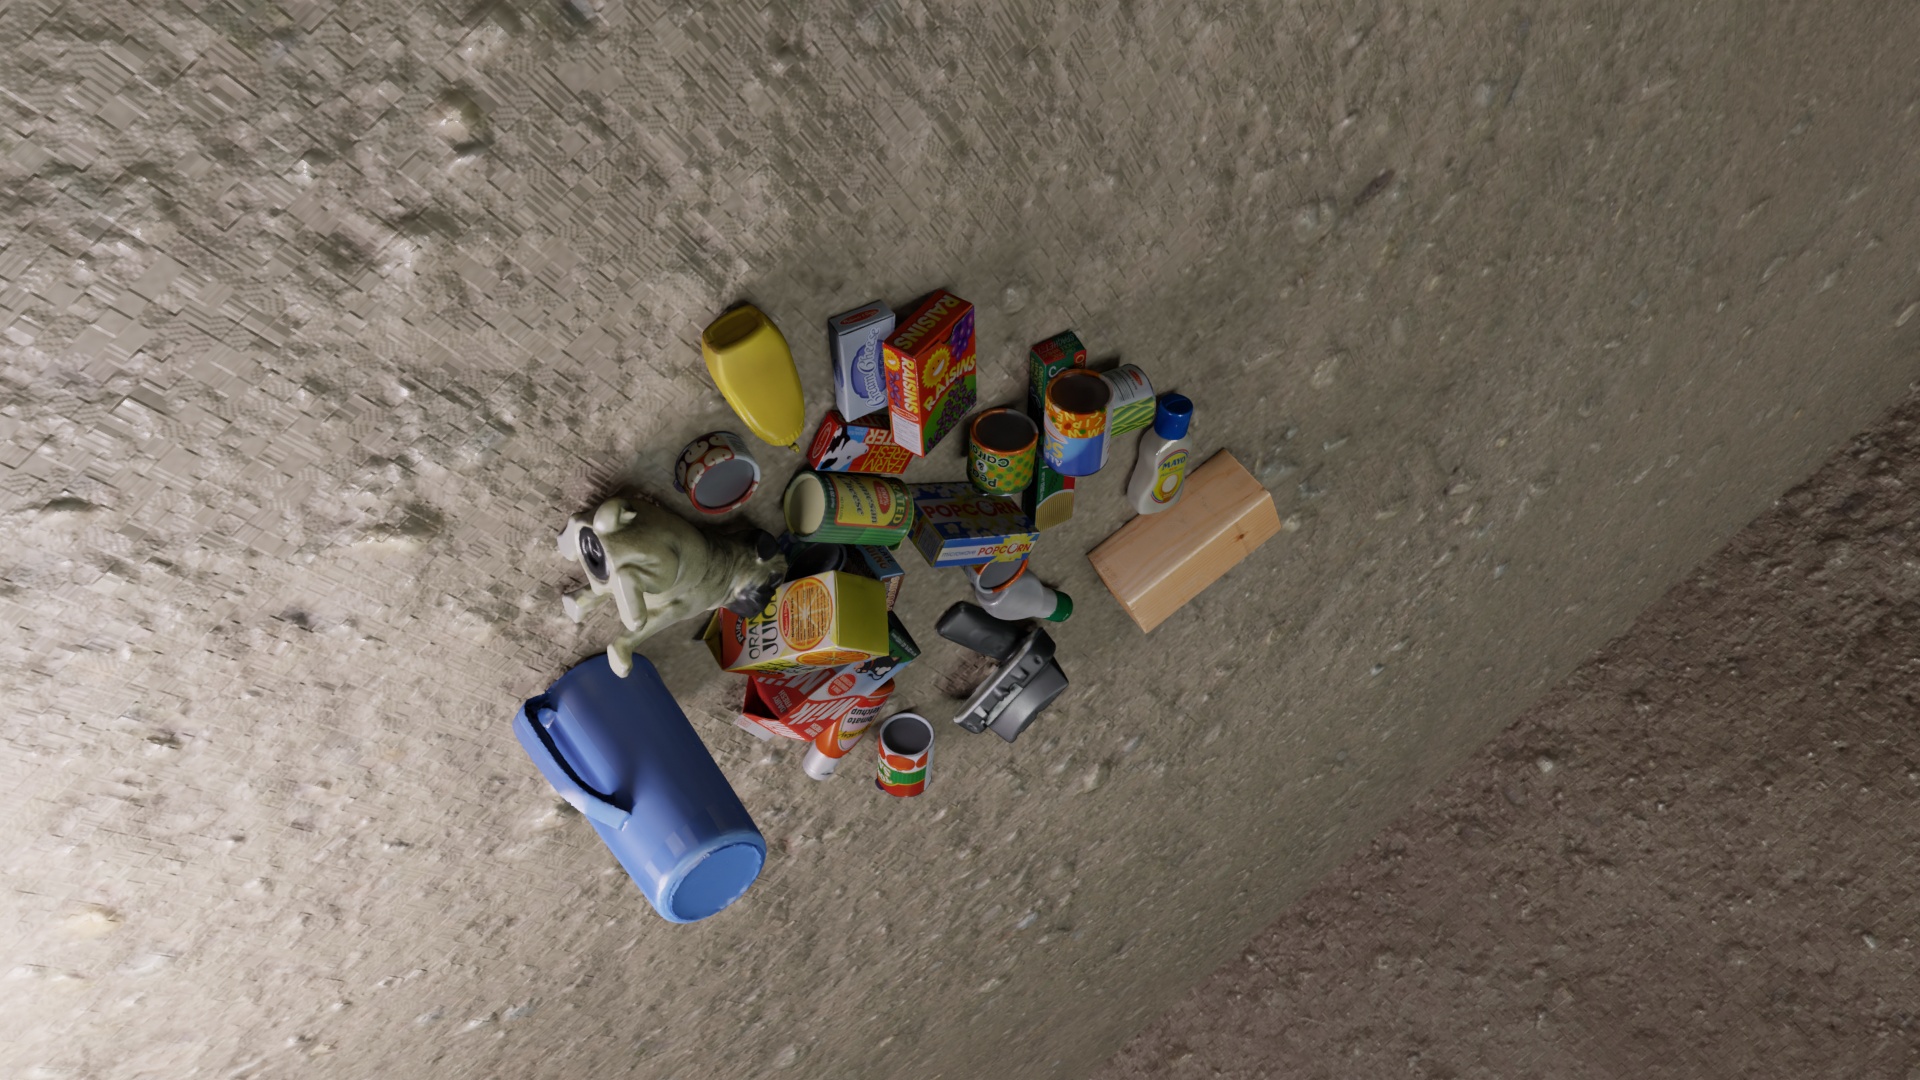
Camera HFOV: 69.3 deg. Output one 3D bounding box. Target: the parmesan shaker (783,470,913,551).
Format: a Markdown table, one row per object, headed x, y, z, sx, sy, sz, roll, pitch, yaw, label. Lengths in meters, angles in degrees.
| x | y | z | sx | sy | sz | roll | pitch | yaw | label |
| --- | --- | --- | --- | --- | --- | --- | --- | --- | --- |
| -0.102 | -0.027 | 1.282 | 0.103 | 0.071 | 0.071 | 3 | 128 | -44 | parmesan shaker |

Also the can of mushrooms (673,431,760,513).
| x | y | z | sx | sy | sz | roll | pitch | yaw | label |
| --- | --- | --- | --- | --- | --- | --- | --- | --- | --- |
| -0.209 | -0.056 | 1.187 | 0.071 | 0.033 | 0.070 | -25 | 144 | -20 | can of mushrooms |

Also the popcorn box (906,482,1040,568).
| x | y | z | sx | sy | sz | roll | pitch | yaw | label |
| --- | --- | --- | --- | --- | --- | --- | --- | --- | --- |
| 0.005 | -0.017 | 1.379 | 0.127 | 0.085 | 0.038 | -4 | 132 | -39 | popcorn box |

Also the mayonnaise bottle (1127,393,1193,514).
| x | y | z | sx | sy | sz | roll | pitch | yaw | label |
| --- | --- | --- | --- | --- | --- | --- | --- | --- | --- |
| 0.224 | -0.095 | 1.528 | 0.065 | 0.041 | 0.147 | -20 | 142 | -22 | mayonnaise bottle |

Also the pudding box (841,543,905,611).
| x | y | z | sx | sy | sz | roll | pitch | yaw | label |
| --- | --- | --- | --- | --- | --- | --- | --- | --- | --- |
| -0.090 | 0.025 | 1.342 | 0.030 | 0.084 | 0.049 | -9 | 136 | -35 | pudding box |

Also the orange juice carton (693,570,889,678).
| x | y | z | sx | sy | sz | roll | pitch | yaw | label |
| --- | --- | --- | --- | --- | --- | --- | --- | --- | --- |
| -0.163 | 0.085 | 1.312 | 0.192 | 0.073 | 0.072 | -15 | 161 | 36 | orange juice carton |

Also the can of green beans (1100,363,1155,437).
| x | y | z | sx | sy | sz | roll | pitch | yaw | label |
| --- | --- | --- | --- | --- | --- | --- | --- | --- | --- |
| 0.153 | -0.138 | 1.392 | 0.058 | 0.071 | 0.070 | -20 | 142 | -24 | can of green beans |

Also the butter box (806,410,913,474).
| x | y | z | sx | sy | sz | roll | pitch | yaw | label |
| --- | --- | --- | --- | --- | --- | --- | --- | --- | --- |
| -0.086 | -0.088 | 1.269 | 0.104 | 0.024 | 0.053 | 0 | 131 | -42 | butter box |

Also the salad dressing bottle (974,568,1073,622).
| x | y | z | sx | sy | sz | roll | pitch | yaw | label |
| --- | --- | --- | --- | --- | --- | --- | --- | --- | --- |
| 0.075 | 0.065 | 1.576 | 0.064 | 0.044 | 0.147 | -51 | 145 | 14 | salad dressing bottle |

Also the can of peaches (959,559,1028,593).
| x | y | z | sx | sy | sz | roll | pitch | yaw | label |
| --- | --- | --- | --- | --- | --- | --- | --- | --- | --- |
| 0.032 | 0.012 | 1.461 | 0.071 | 0.058 | 0.071 | -24 | 143 | -19 | can of peaches |

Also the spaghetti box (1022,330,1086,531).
| x | y | z | sx | sy | sz | roll | pitch | yaw | label |
| --- | --- | --- | --- | --- | --- | --- | --- | --- | --- |
| 0.093 | -0.104 | 1.410 | 0.050 | 0.029 | 0.248 | -24 | 143 | -19 | spaghetti box |

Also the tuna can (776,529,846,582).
| x | y | z | sx | sy | sz | roll | pitch | yaw | label |
| --- | --- | --- | --- | --- | --- | --- | --- | --- | --- |
| -0.144 | 0.013 | 1.325 | 0.071 | 0.033 | 0.070 | -24 | 143 | -20 | tuna can |

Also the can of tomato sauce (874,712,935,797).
| x | y | z | sx | sy | sz | roll | pitch | yaw | label |
| --- | --- | --- | --- | --- | --- | --- | --- | --- | --- |
| -0.067 | 0.254 | 1.643 | 0.071 | 0.071 | 0.082 | -21 | 141 | -24 | can of tomato sauce |

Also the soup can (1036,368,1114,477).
| x | y | z | sx | sy | sz | roll | pitch | yaw | label |
| --- | --- | --- | --- | --- | --- | --- | --- | --- | --- |
| 0.110 | -0.113 | 1.330 | 0.071 | 0.071 | 0.083 | -24 | 142 | -20 | soup can |

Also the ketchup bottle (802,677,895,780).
| x | y | z | sx | sy | sz | roll | pitch | yaw | label |
| --- | --- | --- | --- | --- | --- | --- | --- | --- | --- |
| -0.131 | 0.204 | 1.547 | 0.065 | 0.044 | 0.148 | 1 | 130 | -43 | ketchup bottle |

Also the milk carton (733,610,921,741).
| x | y | z | sx | sy | sz | roll | pitch | yaw | label |
| --- | --- | --- | --- | --- | --- | --- | --- | --- | --- |
| -0.144 | 0.138 | 1.433 | 0.190 | 0.074 | 0.072 | -39 | 146 | 2 | milk carton |

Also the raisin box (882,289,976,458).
| x | y | z | sx | sy | sz | roll | pitch | yaw | label |
| --- | --- | --- | --- | --- | --- | --- | --- | --- | --- |
| -0.025 | -0.145 | 1.220 | 0.086 | 0.040 | 0.122 | -46 | 152 | -30 | raisin box |

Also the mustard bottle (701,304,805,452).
| x | y | z | sx | sy | sz | roll | pitch | yaw | label |
| --- | --- | --- | --- | --- | --- | --- | --- | --- | --- |
| -0.161 | -0.122 | 1.141 | 0.065 | 0.049 | 0.159 | -31 | 146 | -10 | mustard bottle |

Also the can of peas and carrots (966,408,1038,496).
| x | y | z | sx | sy | sz | roll | pitch | yaw | label |
| --- | --- | --- | --- | --- | --- | --- | --- | --- | --- |
| 0.039 | -0.085 | 1.347 | 0.071 | 0.071 | 0.058 | -21 | 141 | -24 | can of peas and carrots |

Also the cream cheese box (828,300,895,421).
| x | y | z | sx | sy | sz | roll | pitch | yaw | label |
| --- | --- | --- | --- | --- | --- | --- | --- | --- | --- |
| -0.082 | -0.153 | 1.197 | 0.053 | 0.024 | 0.103 | -24 | 143 | -19 | cream cheese box |
